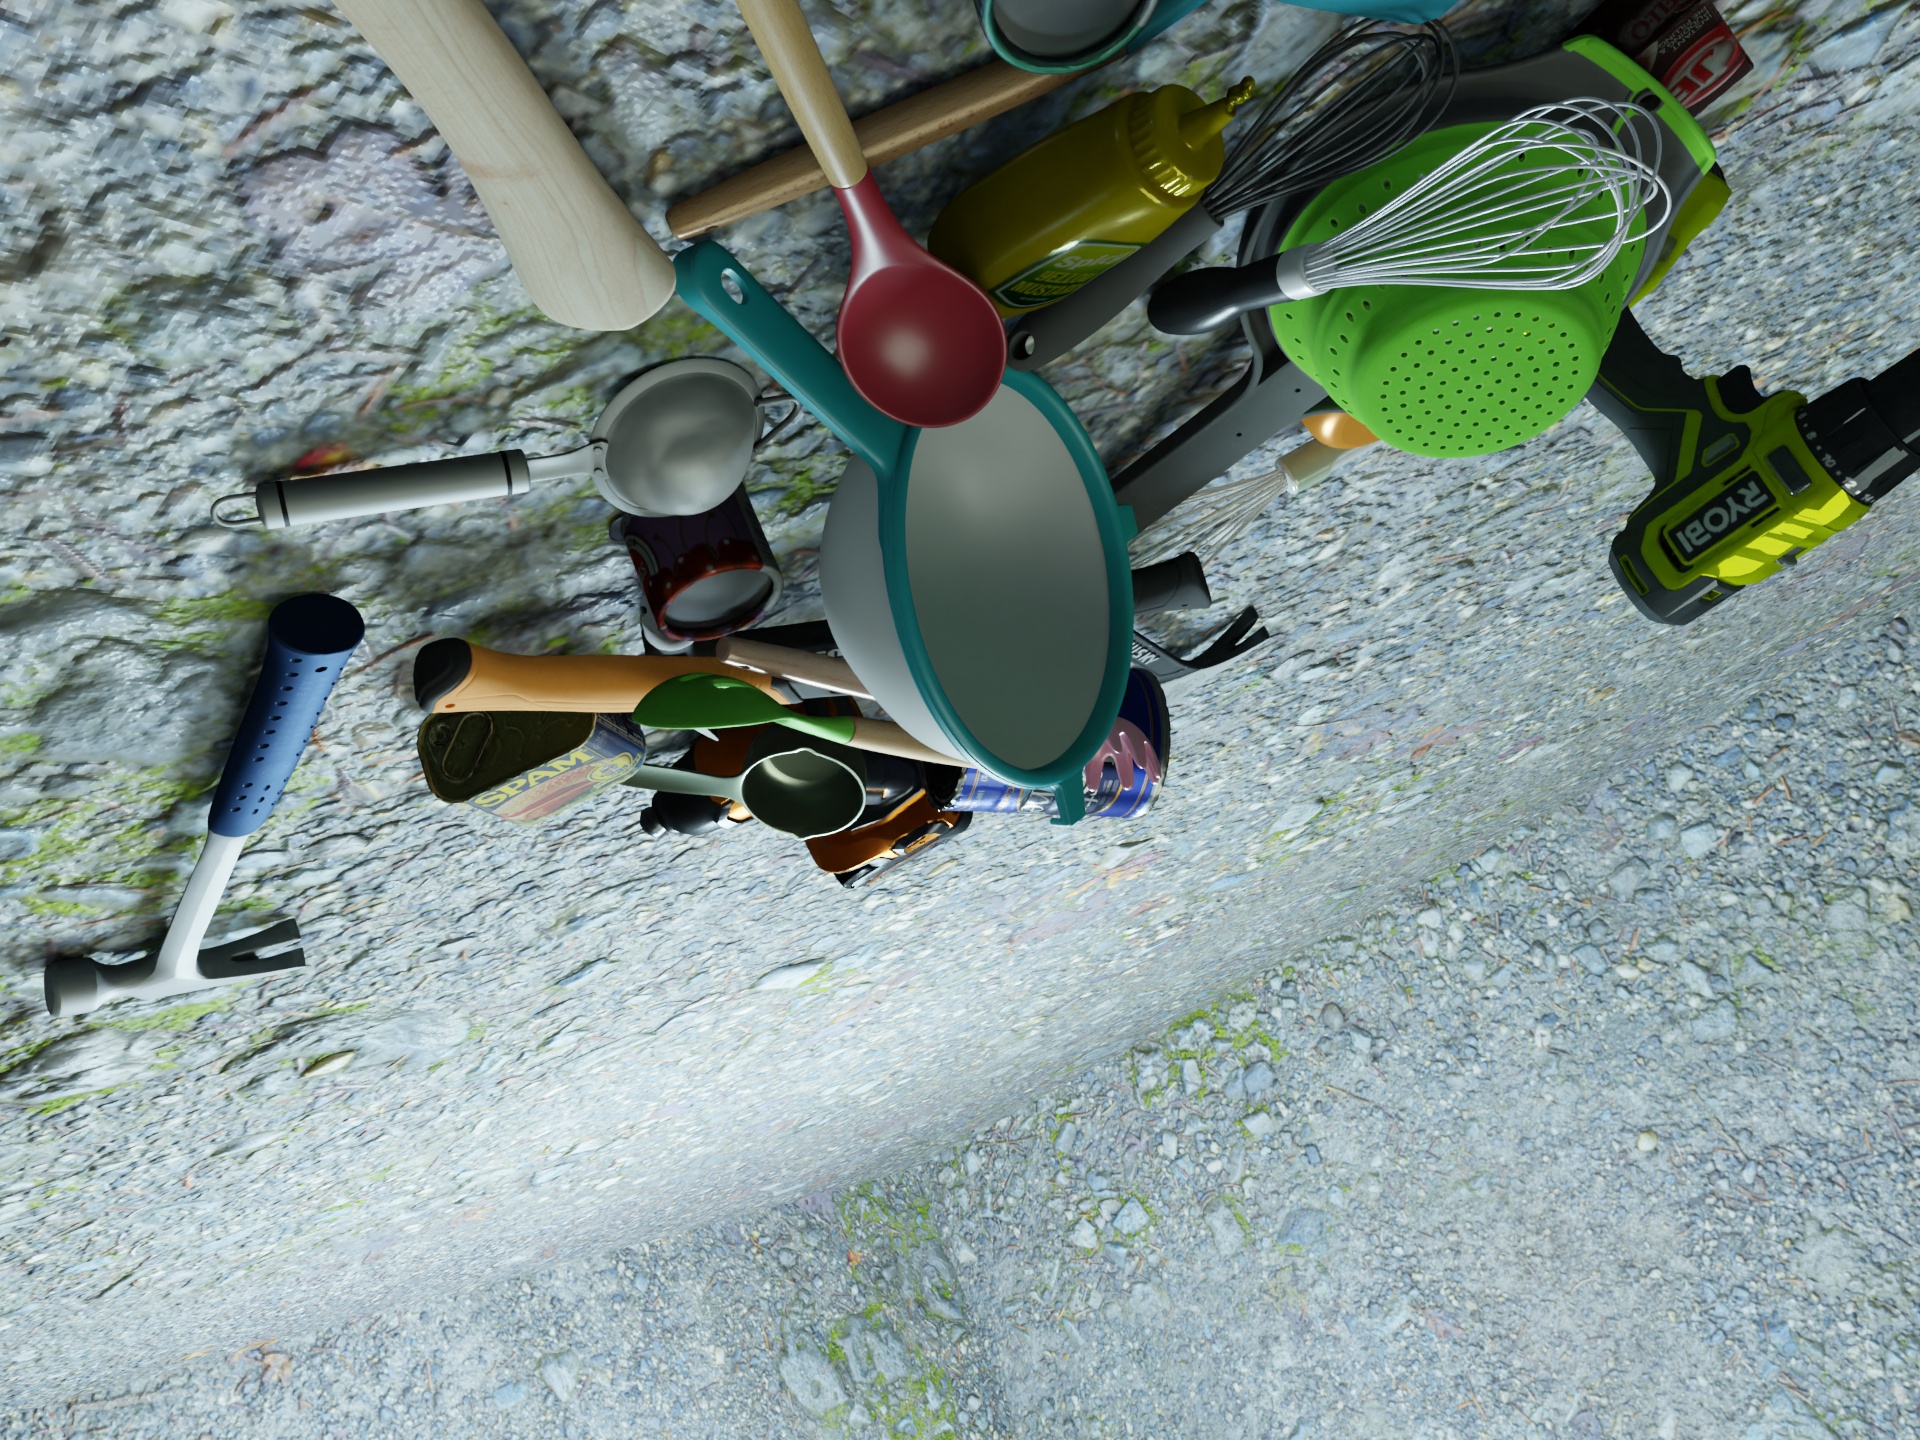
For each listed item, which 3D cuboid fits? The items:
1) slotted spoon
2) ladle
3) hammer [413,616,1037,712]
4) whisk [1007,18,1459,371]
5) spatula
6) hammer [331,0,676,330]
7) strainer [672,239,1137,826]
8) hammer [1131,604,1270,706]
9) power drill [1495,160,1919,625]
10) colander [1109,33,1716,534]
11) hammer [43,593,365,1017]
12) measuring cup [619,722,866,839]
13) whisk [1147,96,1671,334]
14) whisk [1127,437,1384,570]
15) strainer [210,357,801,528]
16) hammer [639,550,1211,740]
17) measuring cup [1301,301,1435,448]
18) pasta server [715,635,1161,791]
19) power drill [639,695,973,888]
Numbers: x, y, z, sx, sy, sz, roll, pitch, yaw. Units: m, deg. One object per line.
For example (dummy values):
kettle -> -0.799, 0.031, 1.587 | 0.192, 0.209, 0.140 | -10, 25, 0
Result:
slotted spoon -> -0.047, 0.008, 0.876 | 0.070, 0.031, 0.313 | 10, 179, 41
ladle -> -0.049, -0.207, 0.549 | 0.069, 0.031, 0.315 | -13, 151, 11
hammer -> -0.120, -0.018, 0.860 | 0.336, 0.034, 0.127 | 0, 153, -28
whisk -> 0.111, -0.225, 0.706 | 0.239, 0.055, 0.055 | -32, 158, 31
spatula -> 0.040, -0.238, 0.600 | 0.317, 0.044, 0.082 | -22, -176, 1
hammer -> -0.166, -0.226, 0.421 | 0.146, 0.038, 0.410 | -28, 159, 6
strainer -> -0.039, -0.098, 0.752 | 0.095, 0.211, 0.340 | -7, 148, 36
hammer -> 0.095, -0.069, 1.081 | 0.149, 0.036, 0.408 | -32, 158, 17
power drill -> 0.395, -0.190, 0.835 | 0.080, 0.229, 0.190 | -3, 151, -43
colander -> 0.186, -0.157, 0.804 | 0.204, 0.095, 0.397 | 23, 141, -31
hammer -> -0.391, 0.060, 0.865 | 0.144, 0.035, 0.405 | -5, 152, -40
measuring cup -> -0.138, 0.027, 0.958 | 0.167, 0.038, 0.083 | 6, 135, -2
whisk -> 0.168, -0.195, 0.670 | 0.070, 0.070, 0.285 | -12, -172, -29
whisk -> 0.195, -0.147, 0.985 | 0.246, 0.059, 0.057 | -29, 166, 0
strainer -> -0.184, -0.106, 0.687 | 0.258, 0.050, 0.086 | -12, 141, -21
hammer -> -0.013, -0.054, 0.925 | 0.334, 0.035, 0.146 | -9, 157, -10
measuring cup -> 0.201, -0.171, 0.919 | 0.173, 0.052, 0.095 | -38, 155, 27
pasta server -> -0.001, -0.003, 0.871 | 0.316, 0.040, 0.060 | 12, 161, -43
power drill -> -0.104, 0.050, 1.095 | 0.164, 0.084, 0.226 | -30, 154, 16
